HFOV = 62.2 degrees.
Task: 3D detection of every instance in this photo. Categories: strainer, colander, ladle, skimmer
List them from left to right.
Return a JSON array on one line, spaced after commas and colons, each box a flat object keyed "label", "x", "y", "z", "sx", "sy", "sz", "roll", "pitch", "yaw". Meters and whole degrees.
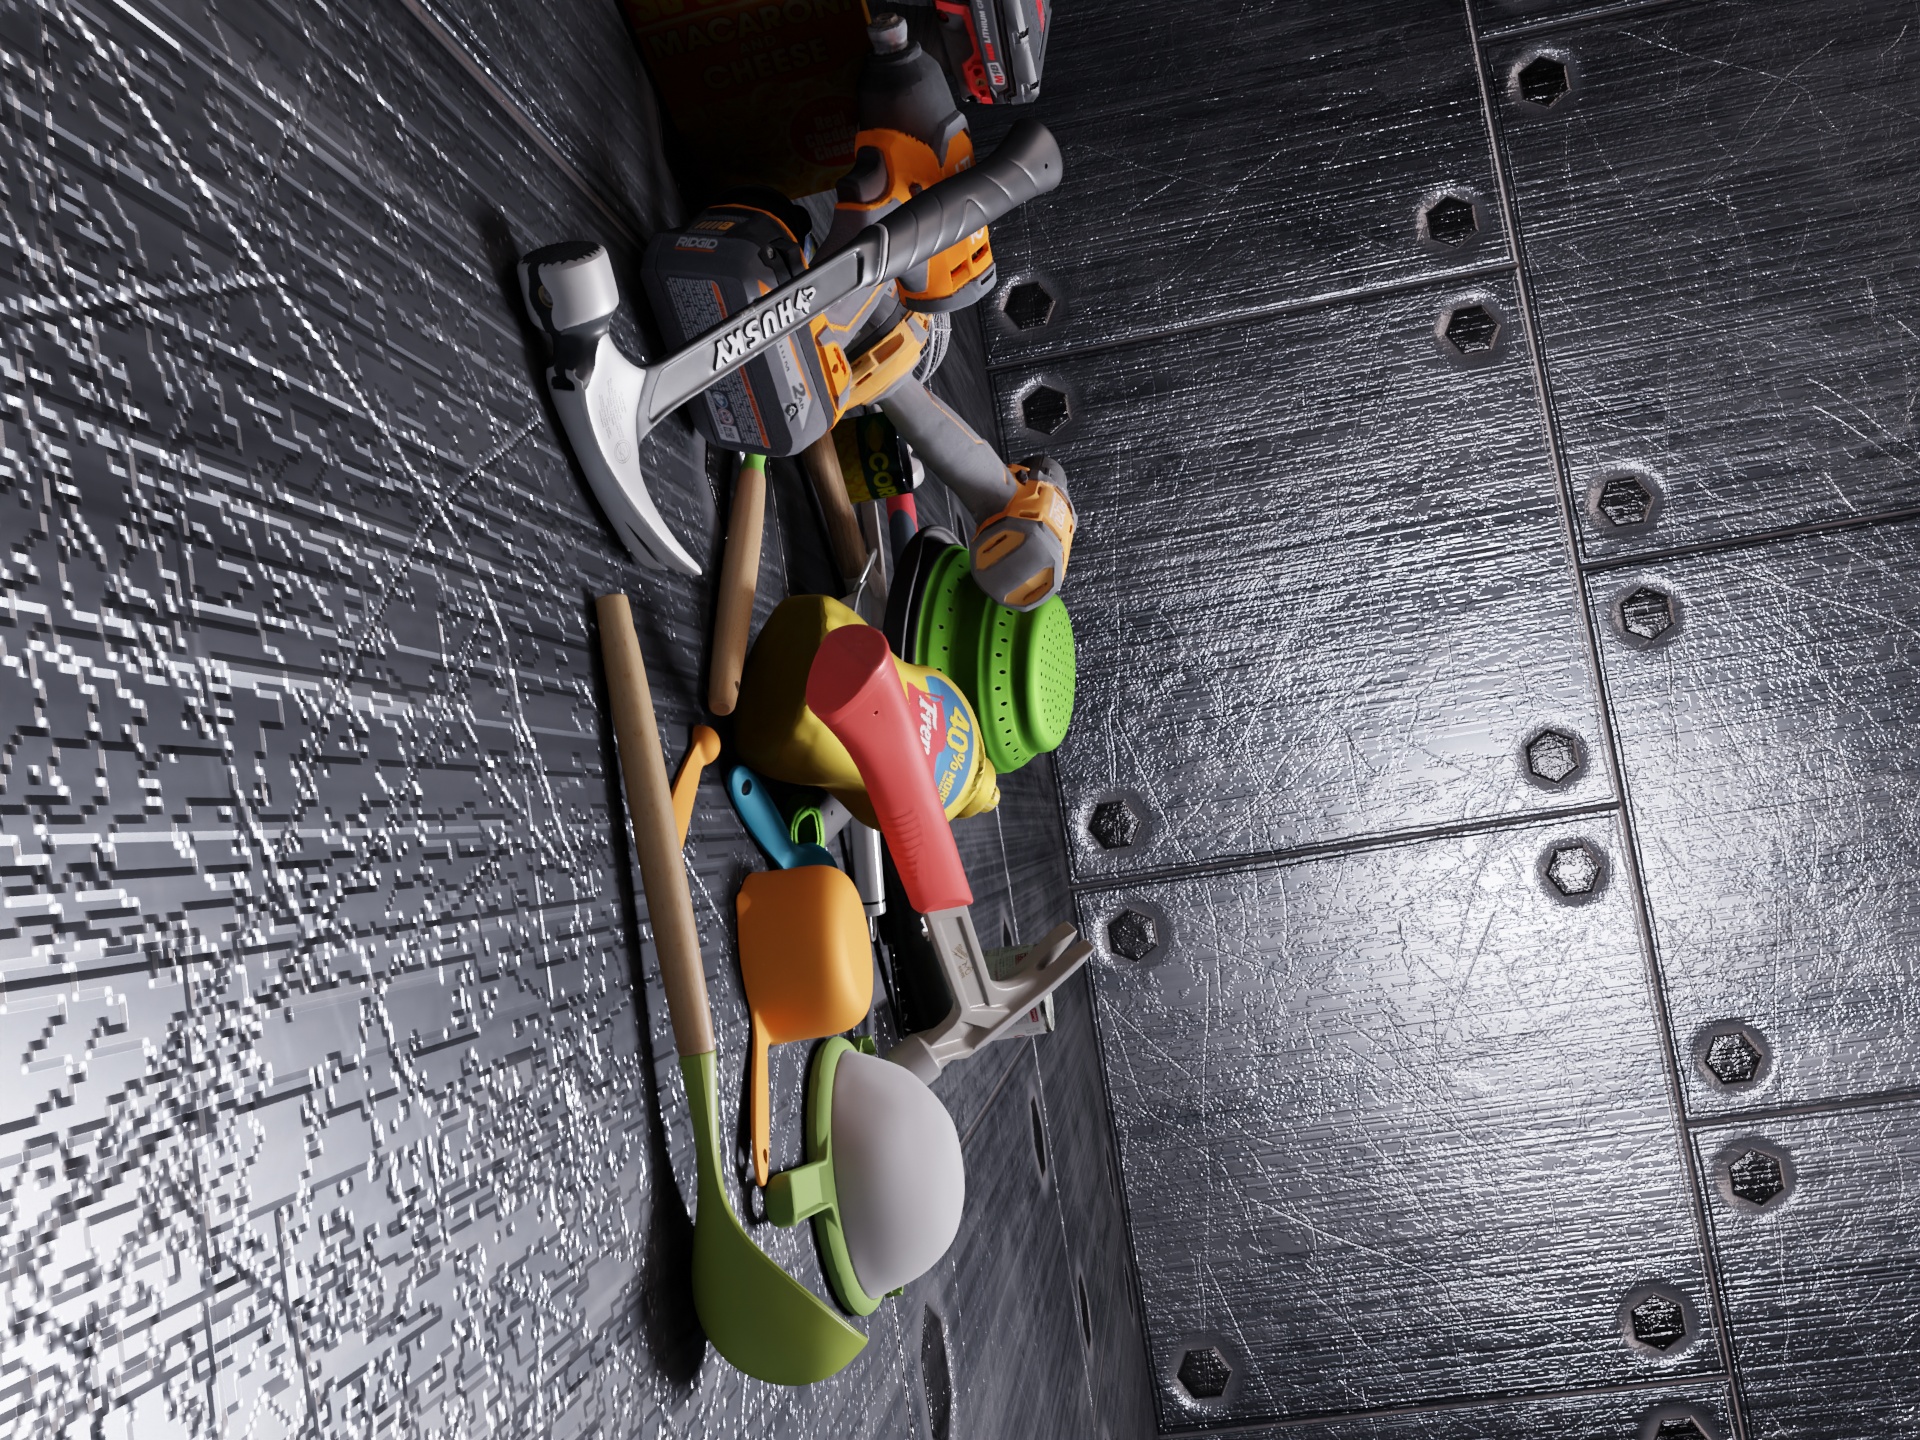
[{"label": "ladle", "x": -0.098, "y": 0.104, "z": 0.635, "sx": 0.078, "sy": 0.062, "sz": 0.320, "roll": 154, "pitch": -75, "yaw": -69}, {"label": "strainer", "x": -0.069, "y": 0.018, "z": 1.040, "sx": 0.087, "sy": 0.050, "sz": 0.258, "roll": -48, "pitch": 134, "yaw": -83}, {"label": "skimmer", "x": -0.087, "y": -0.386, "z": 1.480, "sx": 0.363, "sy": 0.090, "sz": 0.127, "roll": -20, "pitch": 104, "yaw": -73}, {"label": "strainer", "x": -0.042, "y": 0.238, "z": 0.835, "sx": 0.256, "sy": 0.069, "sz": 0.151, "roll": 57, "pitch": 24, "yaw": -76}, {"label": "colander", "x": -0.002, "y": -0.003, "z": 1.032, "sx": 0.397, "sy": 0.094, "sz": 0.204, "roll": -51, "pitch": 138, "yaw": -61}]

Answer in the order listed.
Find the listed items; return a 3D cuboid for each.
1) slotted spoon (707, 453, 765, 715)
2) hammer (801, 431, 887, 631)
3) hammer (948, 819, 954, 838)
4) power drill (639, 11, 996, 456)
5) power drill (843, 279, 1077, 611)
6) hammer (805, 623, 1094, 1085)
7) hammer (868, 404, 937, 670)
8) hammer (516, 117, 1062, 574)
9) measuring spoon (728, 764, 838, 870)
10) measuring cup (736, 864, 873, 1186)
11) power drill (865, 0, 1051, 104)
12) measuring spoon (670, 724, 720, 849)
[{"label": "slotted spoon", "x": -0.117, "y": -0.117, "z": 0.887, "sx": 0.314, "sy": 0.031, "sz": 0.070, "roll": -91, "pitch": 167, "yaw": -44}, {"label": "hammer", "x": -0.101, "y": -0.197, "z": 1.100, "sx": 0.130, "sy": 0.031, "sz": 0.331, "roll": -91, "pitch": 169, "yaw": -48}, {"label": "hammer", "x": -0.019, "y": 0.069, "z": 1.388, "sx": 0.128, "sy": 0.033, "sz": 0.331, "roll": 74, "pitch": 10, "yaw": -48}, {"label": "power drill", "x": -0.066, "y": -0.263, "z": 0.852, "sx": 0.226, "sy": 0.084, "sz": 0.164, "roll": -51, "pitch": 141, "yaw": -35}, {"label": "power drill", "x": -0.004, "y": -0.194, "z": 1.058, "sx": 0.226, "sy": 0.084, "sz": 0.185, "roll": 49, "pitch": 24, "yaw": -16}, {"label": "hammer", "x": -0.010, "y": 0.074, "z": 0.872, "sx": 0.037, "sy": 0.149, "sz": 0.358, "roll": 40, "pitch": -21, "yaw": 36}, {"label": "hammer", "x": -0.050, "y": -0.166, "z": 1.312, "sx": 0.387, "sy": 0.038, "sz": 0.143, "roll": -99, "pitch": 174, "yaw": -51}, {"label": "hammer", "x": -0.052, "y": -0.216, "z": 0.781, "sx": 0.409, "sy": 0.036, "sz": 0.149, "roll": -46, "pitch": 137, "yaw": -44}, {"label": "measuring spoon", "x": -0.090, "y": 0.064, "z": 0.834, "sx": 0.042, "sy": 0.021, "sz": 0.128, "roll": -62, "pitch": 150, "yaw": -27}, {"label": "measuring cup", "x": -0.073, "y": 0.145, "z": 0.773, "sx": 0.174, "sy": 0.052, "sz": 0.095, "roll": -95, "pitch": 172, "yaw": -47}, {"label": "power drill", "x": -0.065, "y": -0.425, "z": 0.934, "sx": 0.143, "sy": 0.220, "sz": 0.079, "roll": 65, "pitch": 30, "yaw": -59}, {"label": "measuring spoon", "x": -0.120, "y": 0.036, "z": 0.711, "sx": 0.117, "sy": 0.011, "sz": 0.021, "roll": -88, "pitch": 166, "yaw": -60}]
